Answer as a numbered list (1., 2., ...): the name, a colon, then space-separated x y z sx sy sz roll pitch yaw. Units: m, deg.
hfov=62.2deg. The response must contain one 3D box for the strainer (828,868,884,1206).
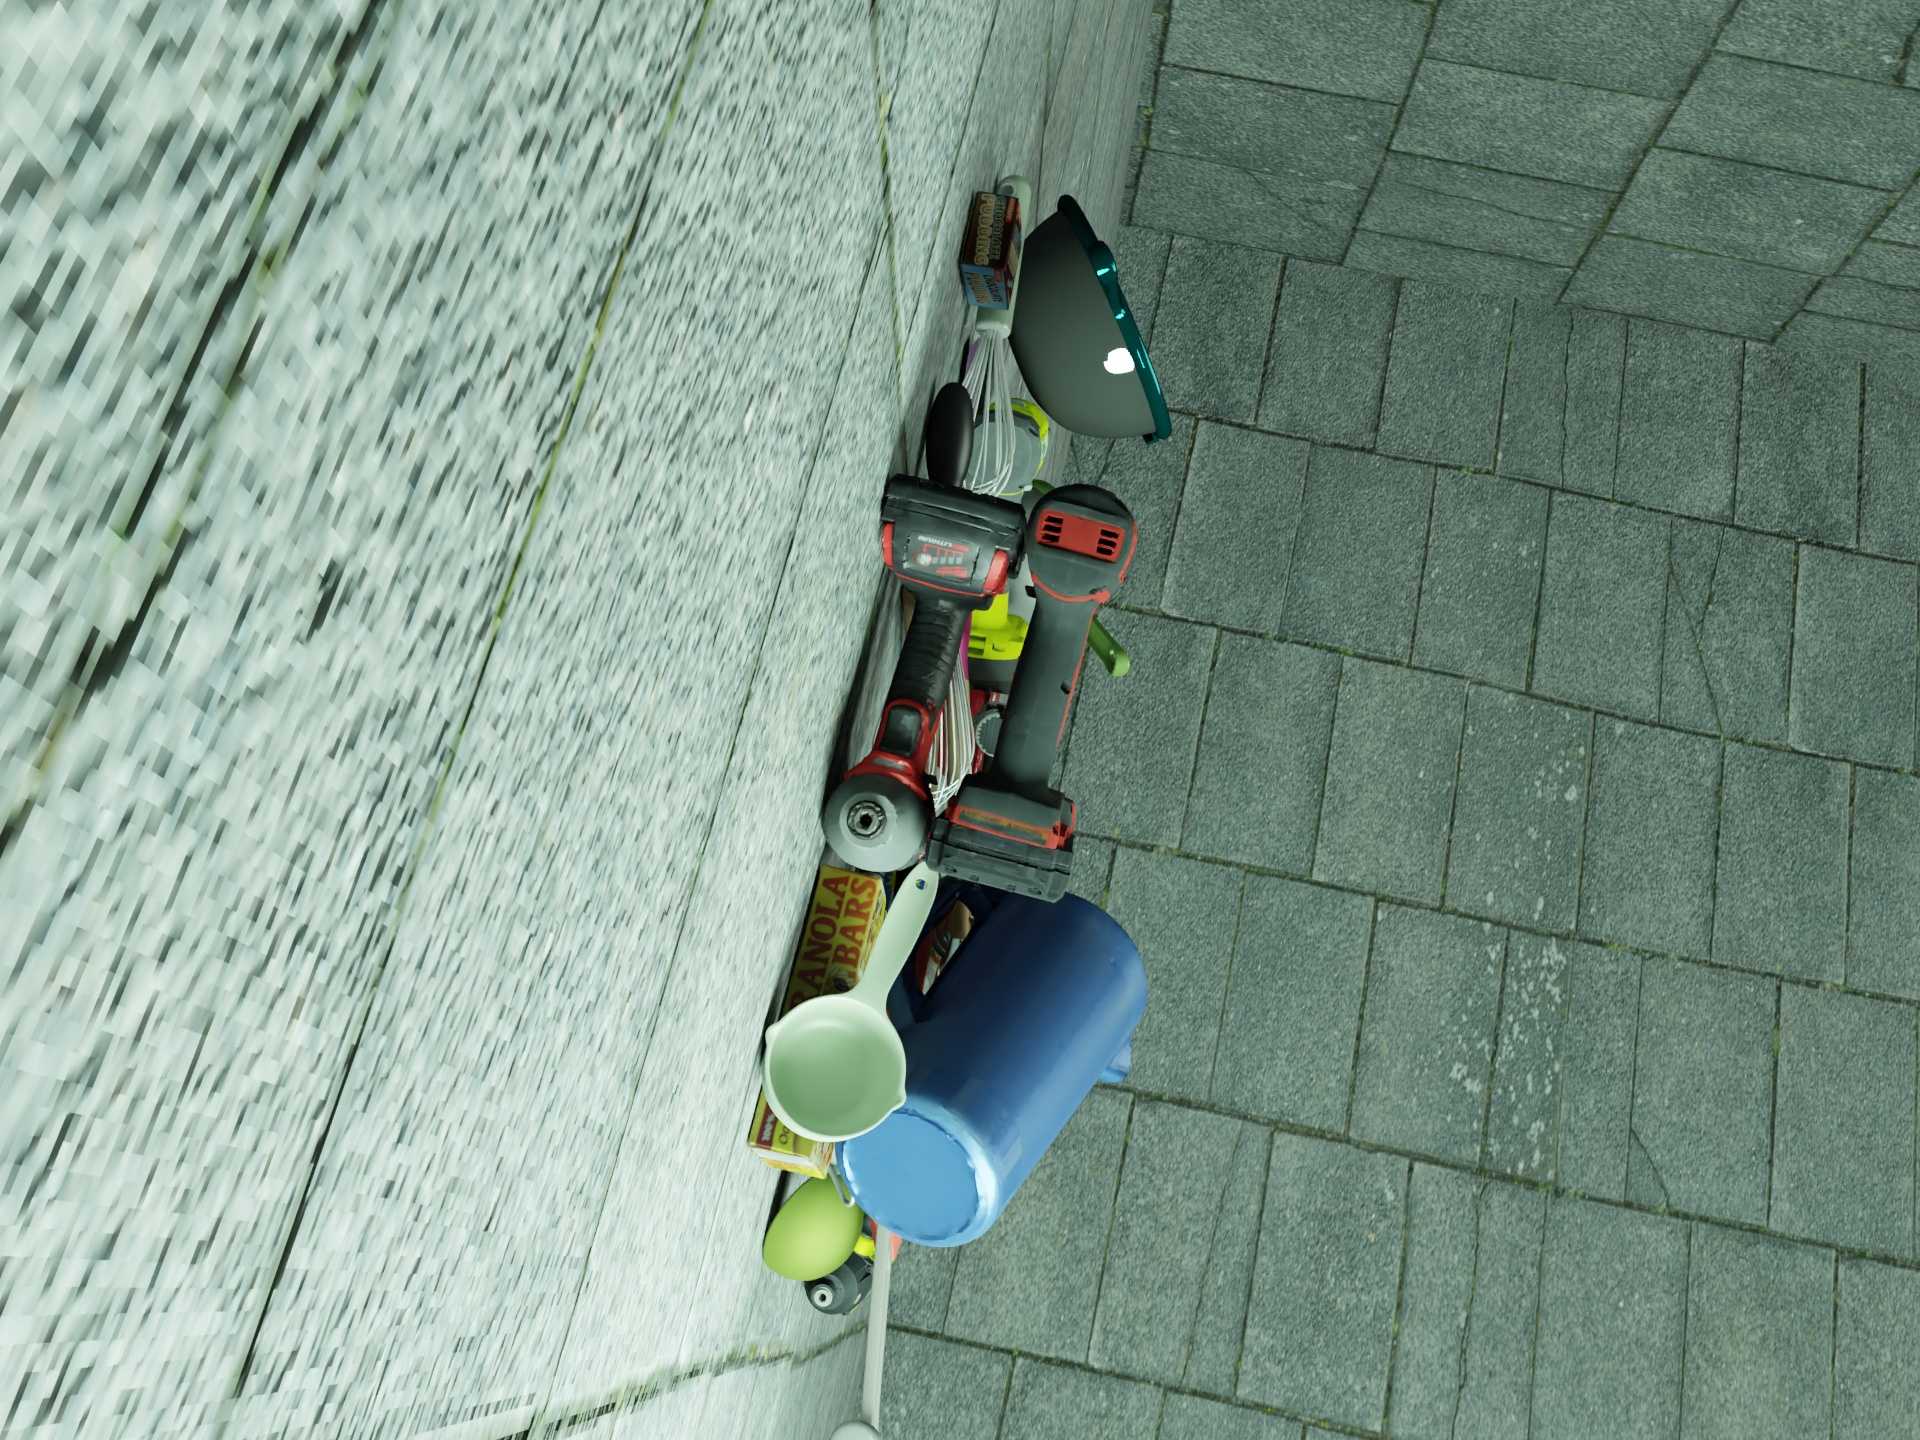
1. strainer: -0.076 0.192 1.064 0.087 0.050 0.259 -41 -148 45

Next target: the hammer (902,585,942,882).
1. hammer: -0.028 0.011 1.172 0.331 0.031 0.130 92 -2 -55

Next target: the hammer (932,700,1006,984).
1. hammer: -0.007 0.182 1.280 0.149 0.036 0.409 -99 -161 -82

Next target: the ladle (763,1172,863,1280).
1. ladle: -0.091 0.274 1.166 0.320 0.062 0.078 -85 -176 -61

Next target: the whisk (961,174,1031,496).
1. whisk: 0.021 -0.258 1.082 0.059 0.058 0.246 25 70 -55

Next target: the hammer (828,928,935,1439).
1. hammer: -0.046 0.306 1.057 0.149 0.037 0.359 77 15 -66

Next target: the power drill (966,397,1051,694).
1. power drill: 0.030 -0.151 1.306 0.191 0.080 0.228 -66 165 -72

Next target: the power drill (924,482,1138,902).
1. power drill: 0.050 -0.022 0.919 0.188 0.080 0.226 -22 127 -85

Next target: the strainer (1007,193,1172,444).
1. strainer: 0.082 -0.305 1.232 0.340 0.095 0.211 -31 98 -82

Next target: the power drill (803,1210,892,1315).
1. power drill: -0.058 0.409 1.394 0.223 0.080 0.171 -61 170 3

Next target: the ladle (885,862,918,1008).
1. ladle: -0.049 0.177 1.178 0.069 0.031 0.315 -120 -149 -61

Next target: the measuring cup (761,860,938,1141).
1. measuring cup: -0.053 0.153 0.880 0.168 0.083 0.038 -64 -176 -27

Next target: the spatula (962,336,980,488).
1. spatula: -0.009 -0.132 1.201 0.060 0.018 0.315 -66 167 -61

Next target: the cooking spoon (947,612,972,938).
1. cooking spoon: -0.002 -0.004 1.142 0.068 0.017 0.319 21 68 -80

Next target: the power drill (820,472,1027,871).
1. power drill: -0.026 -0.020 0.910 0.143 0.078 0.220 43 62 -85

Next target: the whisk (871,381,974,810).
1. whisk: -0.017 -0.071 1.005 0.070 0.070 0.284 -34 129 -84

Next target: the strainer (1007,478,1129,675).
1. strainer: 0.065 -0.112 1.405 0.257 0.069 0.151 -124 -142 -47
